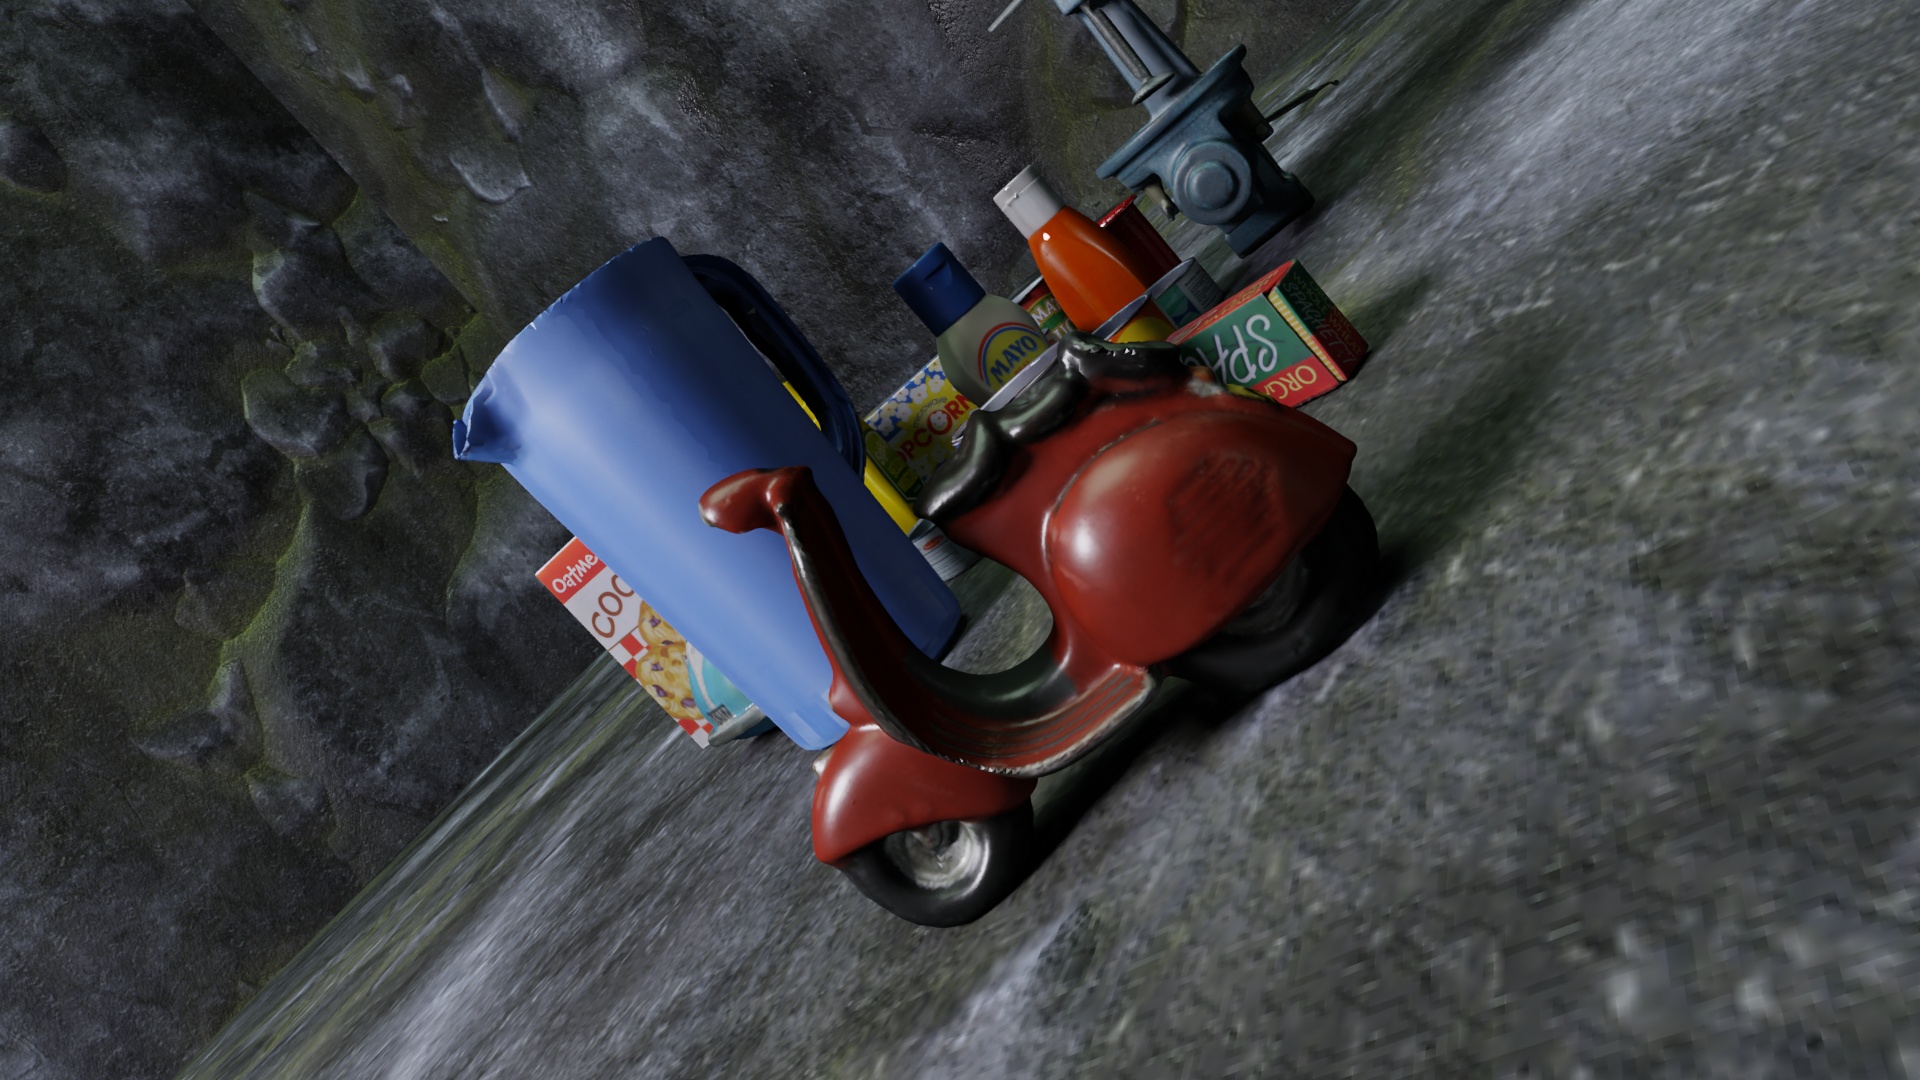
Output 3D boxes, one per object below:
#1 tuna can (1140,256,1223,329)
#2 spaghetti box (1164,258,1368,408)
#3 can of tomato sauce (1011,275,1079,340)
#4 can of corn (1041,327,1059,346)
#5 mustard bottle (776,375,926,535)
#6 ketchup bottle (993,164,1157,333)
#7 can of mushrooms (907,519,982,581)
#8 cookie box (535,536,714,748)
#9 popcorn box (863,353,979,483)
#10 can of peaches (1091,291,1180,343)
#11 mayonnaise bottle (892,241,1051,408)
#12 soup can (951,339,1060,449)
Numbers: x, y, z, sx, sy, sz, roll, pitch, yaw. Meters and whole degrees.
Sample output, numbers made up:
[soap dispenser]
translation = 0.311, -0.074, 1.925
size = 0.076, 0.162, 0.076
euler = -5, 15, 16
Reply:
[tuna can]
translation = 0.138, -0.153, 0.922
size = 0.071, 0.033, 0.071
euler = -41, 9, 8
[spaghetti box]
translation = 0.080, -0.053, 0.639
size = 0.029, 0.050, 0.249
euler = -48, 11, -33
[can of tomato sauce]
translation = 0.065, -0.145, 1.031
size = 0.071, 0.083, 0.071
euler = -41, 9, 8
[can of corn]
translation = 0.053, -0.103, 0.965
size = 0.071, 0.058, 0.071
euler = -41, 9, 8
[mustard bottle]
translation = -0.079, -0.058, 0.984
size = 0.048, 0.160, 0.065
euler = -39, 9, 22
[ketchup bottle]
translation = 0.085, -0.196, 0.979
size = 0.064, 0.148, 0.044
euler = -36, 11, 36
[can of mushrooms]
translation = 0.003, -0.010, 0.816
size = 0.071, 0.033, 0.071
euler = -41, 9, 8
[cookie box]
translation = -0.186, 0.043, 0.935
size = 0.122, 0.167, 0.040
euler = -37, 10, 29
[popcorn box]
translation = -0.032, -0.089, 1.173
size = 0.126, 0.085, 0.038
euler = -41, 9, 4
[can of peaches]
translation = 0.089, -0.084, 0.720
size = 0.071, 0.058, 0.071
euler = -41, 9, 8
[mayonnaise bottle]
translation = 0.025, -0.094, 0.751
size = 0.065, 0.148, 0.041
euler = -44, 9, -13
[soup can]
translation = 0.047, -0.030, 0.562
size = 0.071, 0.083, 0.071
euler = -41, 9, 8
